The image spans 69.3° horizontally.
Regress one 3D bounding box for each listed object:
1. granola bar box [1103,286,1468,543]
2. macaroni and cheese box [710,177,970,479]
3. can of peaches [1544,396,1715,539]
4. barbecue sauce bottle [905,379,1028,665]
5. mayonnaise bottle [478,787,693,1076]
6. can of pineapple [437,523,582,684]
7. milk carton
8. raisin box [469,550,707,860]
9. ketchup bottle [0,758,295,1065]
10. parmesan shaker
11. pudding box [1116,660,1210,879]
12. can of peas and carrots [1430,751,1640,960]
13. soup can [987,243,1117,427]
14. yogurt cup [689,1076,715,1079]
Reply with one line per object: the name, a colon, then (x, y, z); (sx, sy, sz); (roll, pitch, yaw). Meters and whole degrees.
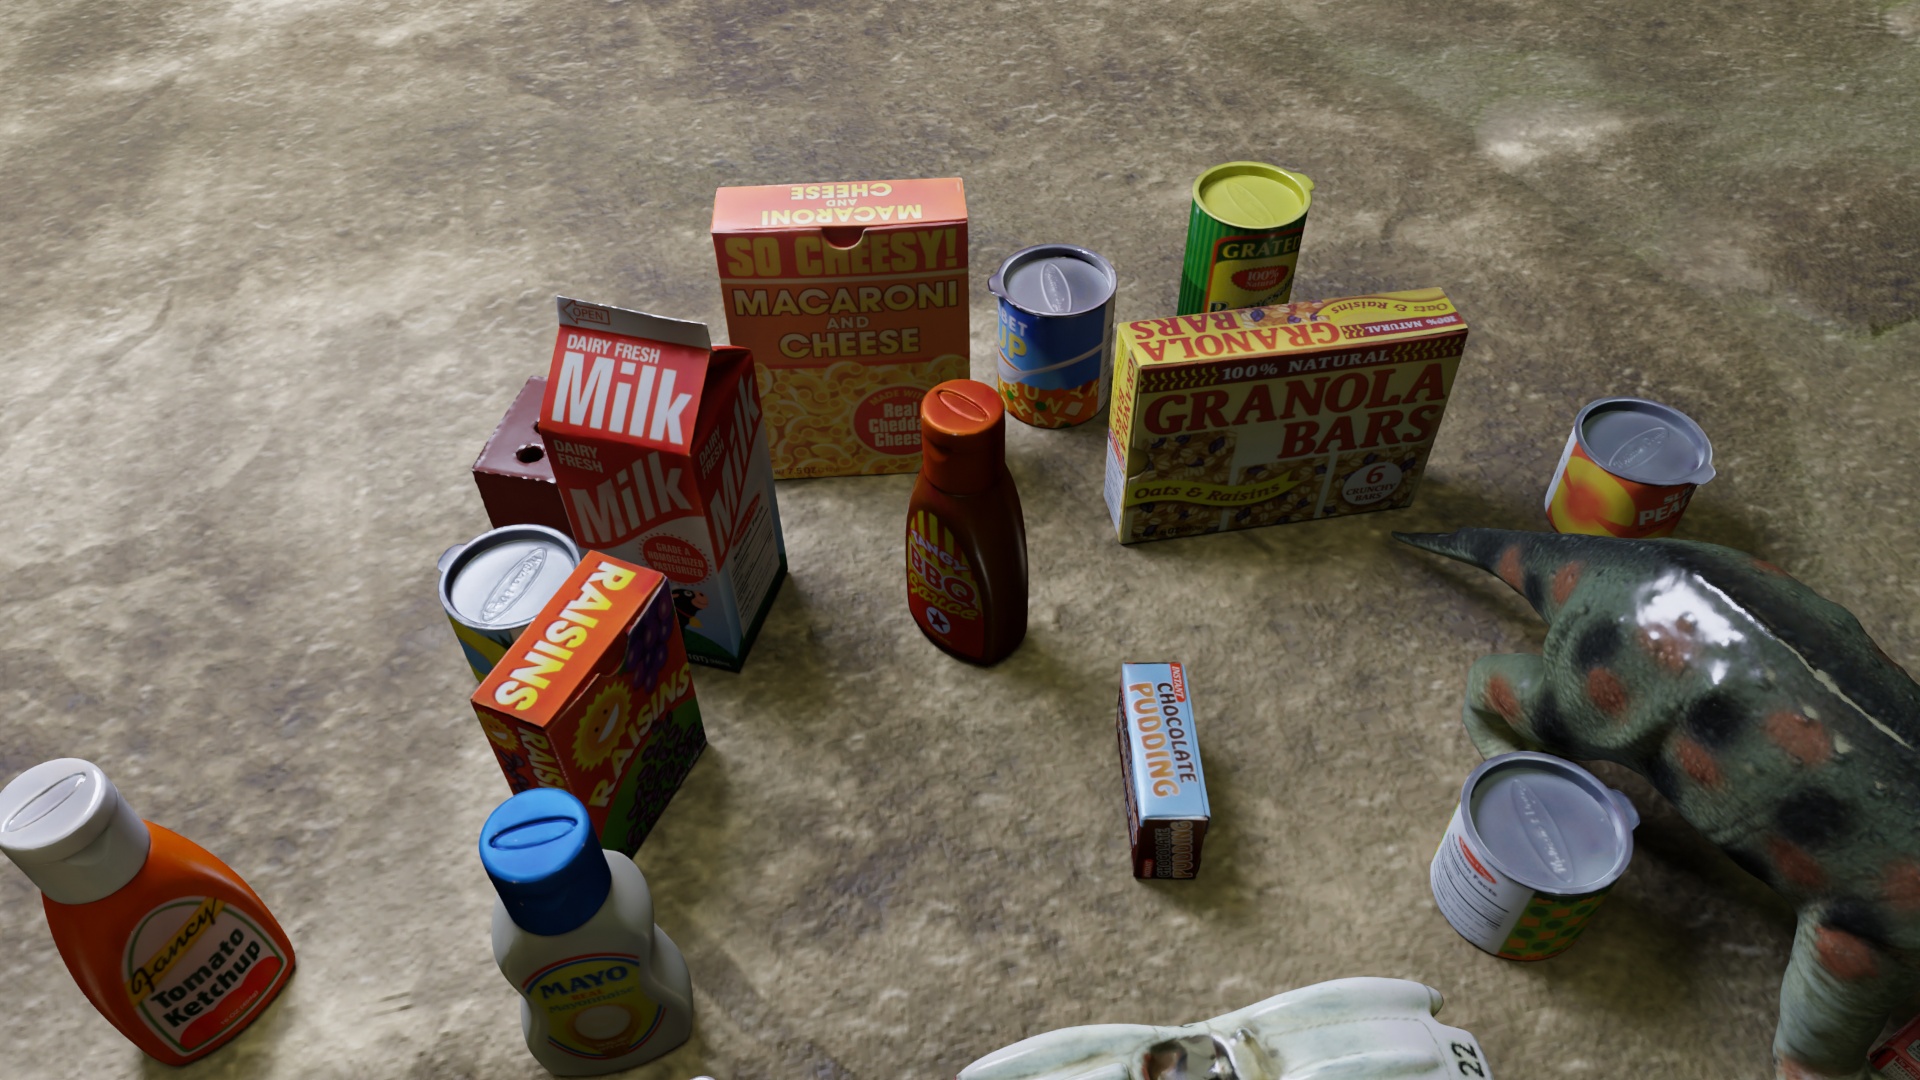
granola bar box: (0.161, -0.062, 0.710); (0.166, 0.123, 0.039); (-8, 47, -6)
macaroni and cheese box: (-0.056, -0.105, 0.725); (0.124, 0.165, 0.040); (-3, 47, -2)
can of peaches: (0.348, -0.031, 0.724); (0.071, 0.057, 0.071); (0, 47, 1)
barbecue sauce bottle: (0.002, -0.008, 0.646); (0.065, 0.147, 0.044); (34, 56, 28)
mayonnaise bottle: (-0.138, 0.145, 0.505); (0.065, 0.147, 0.041); (-12, 48, -10)
can of pineapple: (-0.211, 0.034, 0.671); (0.071, 0.057, 0.071); (0, 47, 1)
milk carton: (-0.134, -0.030, 0.640); (0.072, 0.189, 0.074); (11, 48, 11)
raisin box: (-0.151, 0.077, 0.585); (0.040, 0.122, 0.086); (18, 50, 16)
ketchup bottle: (-0.304, 0.136, 0.515); (0.043, 0.148, 0.065); (27, 53, 24)
parmesan shaker: (0.167, -0.161, 0.817); (0.071, 0.102, 0.072); (0, 47, 1)
pudding box: (0.088, 0.100, 0.611); (0.030, 0.049, 0.084); (-1, 47, 0)
can of peas and carrots: (0.236, 0.130, 0.575); (0.071, 0.058, 0.071); (0, 47, 1)
soup can: (0.051, -0.115, 0.789); (0.071, 0.083, 0.072); (0, 47, 1)
yogurt cup: (-0.079, 0.233, 0.486); (0.072, 0.053, 0.073); (0, 47, 0)
